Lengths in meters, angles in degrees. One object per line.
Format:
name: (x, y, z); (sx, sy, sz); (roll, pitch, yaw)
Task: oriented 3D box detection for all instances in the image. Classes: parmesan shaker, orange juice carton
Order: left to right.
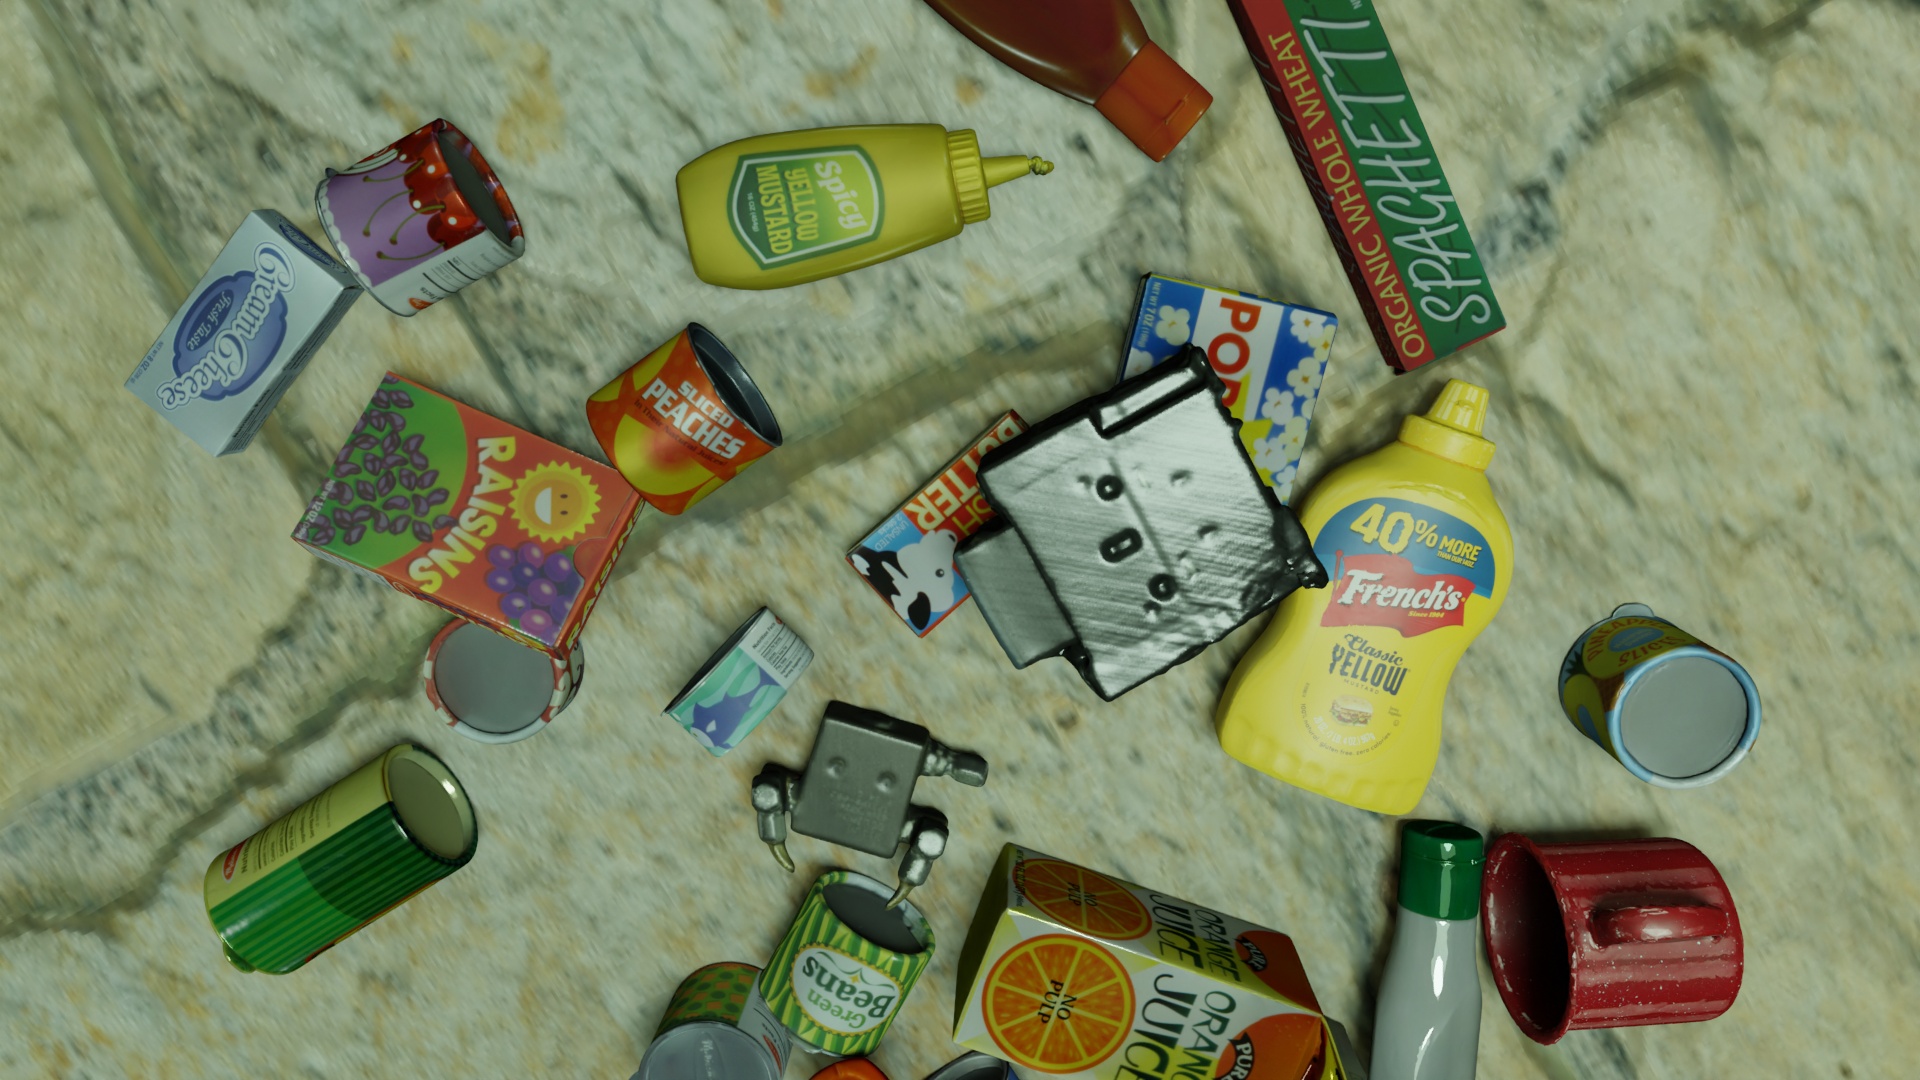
parmesan shaker: (-0.289, 0.151, 0.651); (0.103, 0.071, 0.071); (-31, 99, 7)
orange juice carton: (0.099, 0.217, 0.653); (0.193, 0.072, 0.073); (19, 102, -2)

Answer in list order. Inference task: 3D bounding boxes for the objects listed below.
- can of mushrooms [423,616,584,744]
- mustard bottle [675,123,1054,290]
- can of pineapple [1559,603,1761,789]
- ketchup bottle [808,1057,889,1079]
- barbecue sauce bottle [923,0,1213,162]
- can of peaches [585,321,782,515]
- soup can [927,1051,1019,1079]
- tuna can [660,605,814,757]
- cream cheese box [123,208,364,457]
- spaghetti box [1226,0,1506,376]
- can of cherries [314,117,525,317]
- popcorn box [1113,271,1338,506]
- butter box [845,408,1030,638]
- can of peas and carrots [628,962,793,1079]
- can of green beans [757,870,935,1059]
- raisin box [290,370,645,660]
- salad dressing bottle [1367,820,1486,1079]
can of mushrooms: (-0.214, 0.058, 0.651); (0.071, 0.033, 0.071); (0, 101, 2)
mustard bottle: (-0.039, -0.150, 0.599); (0.160, 0.049, 0.065); (-11, 102, 4)
can of pineapple: (0.313, 0.070, 0.626); (0.071, 0.058, 0.071); (0, 101, 2)
ketchup bottle: (-0.050, 0.306, 0.655); (0.044, 0.065, 0.148); (-14, 137, -21)
barbecue sauce bottle: (0.040, -0.222, 0.586); (0.148, 0.044, 0.065); (40, 99, -6)
can of peaches: (-0.121, -0.052, 0.609); (0.058, 0.071, 0.071); (-34, 98, 9)
soup can: (0.016, 0.304, 0.672); (0.071, 0.071, 0.083); (-32, 99, 7)
tuna can: (-0.102, 0.066, 0.633); (0.033, 0.071, 0.071); (44, 99, -7)
cream cheese box: (-0.324, -0.093, 0.630); (0.053, 0.024, 0.103); (40, 99, -7)
spaghetti box: (0.162, -0.192, 0.596); (0.050, 0.029, 0.249); (-26, 99, 7)
can of cherries: (-0.232, -0.141, 0.597); (0.058, 0.071, 0.071); (-26, 99, 6)
popcorn box: (0.108, -0.049, 0.619); (0.085, 0.038, 0.126); (13, 101, -1)
butter box: (0.002, -0.008, 0.637); (0.103, 0.024, 0.053); (-41, 96, 8)
can of peas and carrots: (-0.118, 0.248, 0.671); (0.071, 0.059, 0.070); (0, 101, 2)
can of green beans: (-0.053, 0.199, 0.656); (0.071, 0.071, 0.057); (29, 100, -4)
raisin box: (-0.215, -0.010, 0.619); (0.123, 0.040, 0.086); (24, 71, -3)
salad dressing bottle: (0.222, 0.209, 0.658); (0.044, 0.064, 0.147); (8, 96, 44)
